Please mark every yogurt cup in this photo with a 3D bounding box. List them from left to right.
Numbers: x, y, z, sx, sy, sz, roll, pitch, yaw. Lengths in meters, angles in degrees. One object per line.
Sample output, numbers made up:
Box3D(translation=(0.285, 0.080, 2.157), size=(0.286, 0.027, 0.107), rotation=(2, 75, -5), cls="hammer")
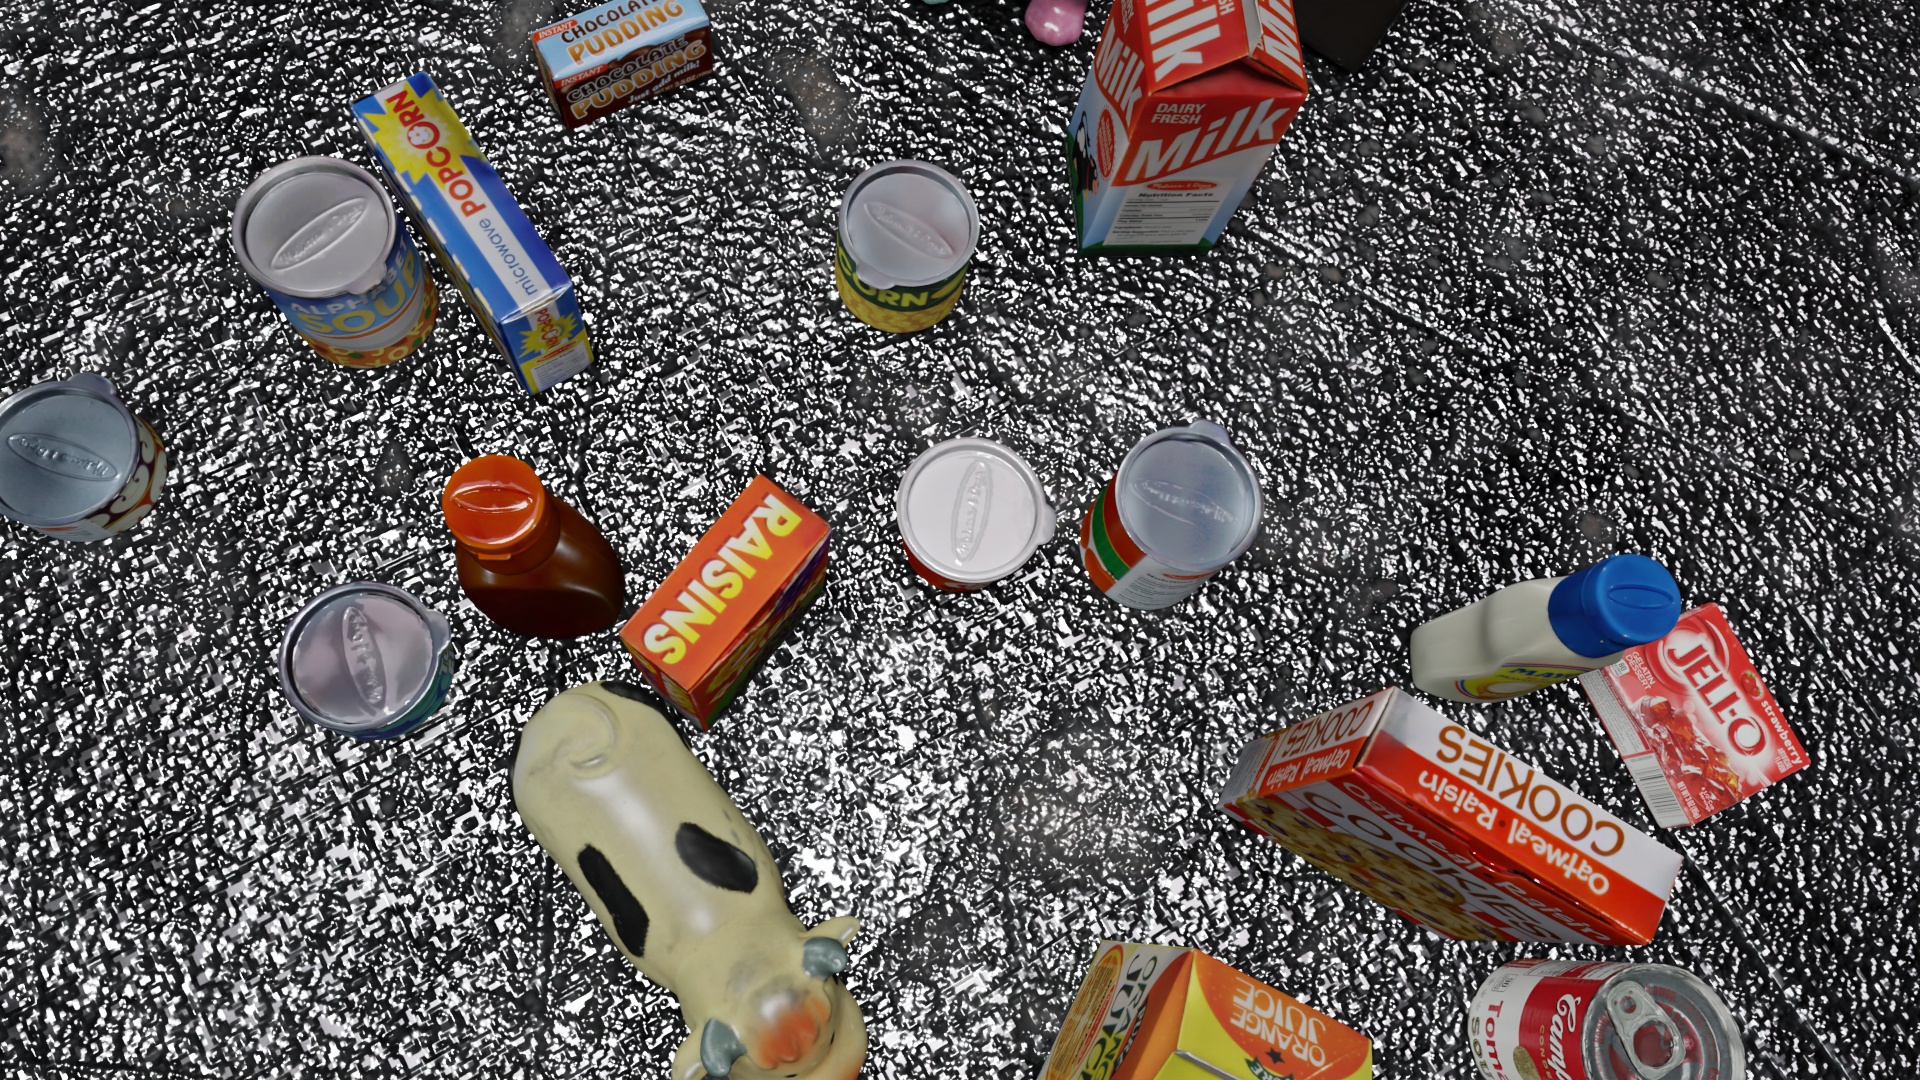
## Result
Box3D(translation=(0.002, -0.008, 0.645), size=(0.072, 0.053, 0.072), rotation=(2, 74, -7), cls="yogurt cup")

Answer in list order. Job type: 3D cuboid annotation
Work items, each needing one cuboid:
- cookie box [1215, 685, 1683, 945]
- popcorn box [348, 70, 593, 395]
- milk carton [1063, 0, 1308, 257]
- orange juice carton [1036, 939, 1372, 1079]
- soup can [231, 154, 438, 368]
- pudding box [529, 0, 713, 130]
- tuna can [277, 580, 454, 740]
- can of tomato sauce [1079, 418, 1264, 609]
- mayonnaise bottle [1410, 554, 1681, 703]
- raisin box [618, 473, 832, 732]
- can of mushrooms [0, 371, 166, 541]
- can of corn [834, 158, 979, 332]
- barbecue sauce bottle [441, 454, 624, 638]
Box3D(translation=(0.190, 0.120, 0.574), size=(0.123, 0.167, 0.040), rotation=(30, 73, 2), cls="cookie box")
Box3D(translation=(-0.220, -0.138, 0.636), size=(0.038, 0.085, 0.127), rotation=(-34, 81, -15), cls="popcorn box")
Box3D(translation=(0.104, -0.206, 0.643), size=(0.073, 0.190, 0.072), rotation=(-2, 75, -8), cls="milk carton")
Box3D(translation=(0.090, 0.201, 0.525), size=(0.072, 0.192, 0.073), rotation=(28, 73, 1), cls="orange juice carton")
Box3D(translation=(-0.276, -0.120, 0.624), size=(0.071, 0.083, 0.071), rotation=(2, 74, -7), cls="soup can")
Box3D(translation=(-0.167, -0.243, 0.691), size=(0.084, 0.049, 0.030), rotation=(-27, 80, -14), cls="pudding box")
Box3D(translation=(-0.255, 0.052, 0.605), size=(0.071, 0.032, 0.071), rotation=(2, 74, -7), cls="tuna can")
Box3D(translation=(0.095, -0.010, 0.642), size=(0.071, 0.083, 0.071), rotation=(2, 74, -7), cls="can of tomato sauce")
Box3D(translation=(0.257, 0.041, 0.615), size=(0.065, 0.147, 0.041), rotation=(5, 74, -6), cls="mayonnaise bottle")
Box3D(translation=(-0.096, 0.031, 0.585), size=(0.040, 0.123, 0.086), rotation=(39, 74, 4), cls="raisin box")
Box3D(translation=(-0.389, -0.036, 0.612), size=(0.071, 0.033, 0.071), rotation=(2, 74, -7), cls="can of mushrooms")
Box3D(translation=(-0.029, -0.140, 0.676), size=(0.071, 0.058, 0.071), rotation=(2, 74, -7), cls="can of corn")
Box3D(translation=(-0.177, 0.005, 0.568), size=(0.065, 0.148, 0.044), rotation=(1, 75, -7), cls="barbecue sauce bottle")
